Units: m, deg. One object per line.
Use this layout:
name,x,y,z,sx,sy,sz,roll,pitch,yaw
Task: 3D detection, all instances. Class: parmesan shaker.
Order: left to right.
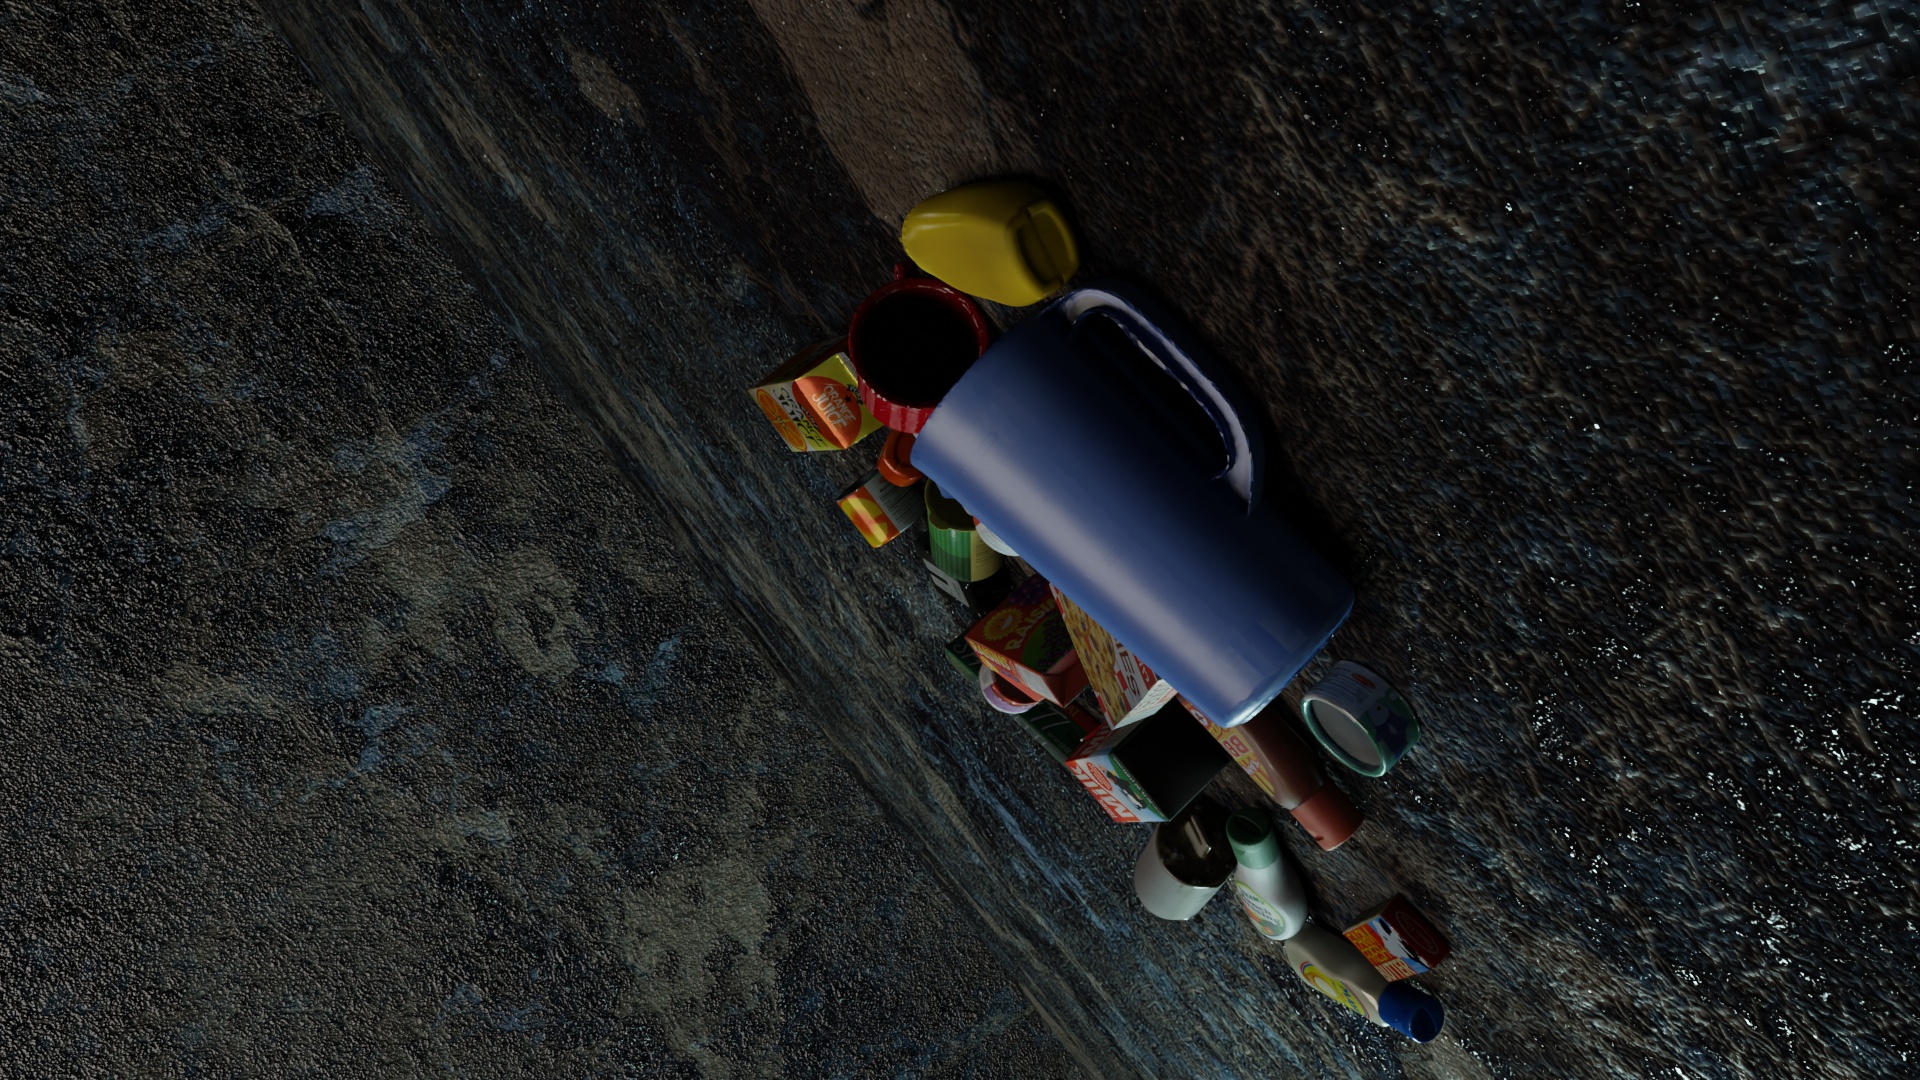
parmesan shaker,0.004,-0.014,1.123,0.071,0.071,0.102,44,163,19

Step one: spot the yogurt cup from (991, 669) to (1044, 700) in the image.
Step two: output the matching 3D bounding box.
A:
yogurt cup,0.067,0.106,1.241,0.054,0.072,0.072,44,164,-7

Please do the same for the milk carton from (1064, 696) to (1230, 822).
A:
milk carton,0.150,0.190,1.187,0.072,0.073,0.190,50,164,1

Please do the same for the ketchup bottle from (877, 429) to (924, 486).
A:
ketchup bottle,-0.042,-0.072,1.141,0.043,0.065,0.148,40,173,-3

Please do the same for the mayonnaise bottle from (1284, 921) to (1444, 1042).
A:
mayonnaise bottle,0.334,0.368,1.150,0.064,0.041,0.148,58,163,-19

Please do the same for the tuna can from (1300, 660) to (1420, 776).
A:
tuna can,0.241,0.109,0.837,0.071,0.033,0.070,45,163,18

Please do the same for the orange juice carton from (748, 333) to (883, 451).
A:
orange juice carton,-0.108,-0.124,1.174,0.071,0.073,0.192,55,163,-16

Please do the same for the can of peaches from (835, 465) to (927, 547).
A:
can of peaches,-0.074,-0.034,1.293,0.058,0.071,0.071,52,164,-9

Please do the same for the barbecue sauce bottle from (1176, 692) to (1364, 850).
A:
barbecue sauce bottle,0.217,0.148,0.968,0.148,0.044,0.064,48,166,7

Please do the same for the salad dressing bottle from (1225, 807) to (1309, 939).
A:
salad dressing bottle,0.253,0.277,1.158,0.064,0.044,0.147,31,155,44

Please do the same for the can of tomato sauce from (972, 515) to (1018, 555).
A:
can of tomato sauce,0.048,-0.028,0.983,0.071,0.071,0.083,50,168,0

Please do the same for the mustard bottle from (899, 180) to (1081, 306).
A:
mustard bottle,0.005,-0.175,0.802,0.160,0.049,0.065,27,151,55

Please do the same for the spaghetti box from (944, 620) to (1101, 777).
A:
spaghetti box,0.081,0.167,1.360,0.251,0.050,0.028,39,159,33

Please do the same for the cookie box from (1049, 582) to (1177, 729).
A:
cookie box,0.114,0.055,0.976,0.167,0.040,0.123,104,145,-71

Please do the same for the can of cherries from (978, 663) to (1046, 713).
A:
can of cherries,0.057,0.128,1.315,0.071,0.072,0.058,48,163,6

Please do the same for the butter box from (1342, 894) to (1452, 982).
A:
butter box,0.328,0.302,1.050,0.053,0.024,0.103,46,163,16

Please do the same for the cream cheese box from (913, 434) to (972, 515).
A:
cream cheese box,0.002,-0.074,1.029,0.103,0.053,0.024,55,161,-16

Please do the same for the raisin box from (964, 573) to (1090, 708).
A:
raisin box,0.070,0.078,1.126,0.040,0.086,0.123,56,163,-26
